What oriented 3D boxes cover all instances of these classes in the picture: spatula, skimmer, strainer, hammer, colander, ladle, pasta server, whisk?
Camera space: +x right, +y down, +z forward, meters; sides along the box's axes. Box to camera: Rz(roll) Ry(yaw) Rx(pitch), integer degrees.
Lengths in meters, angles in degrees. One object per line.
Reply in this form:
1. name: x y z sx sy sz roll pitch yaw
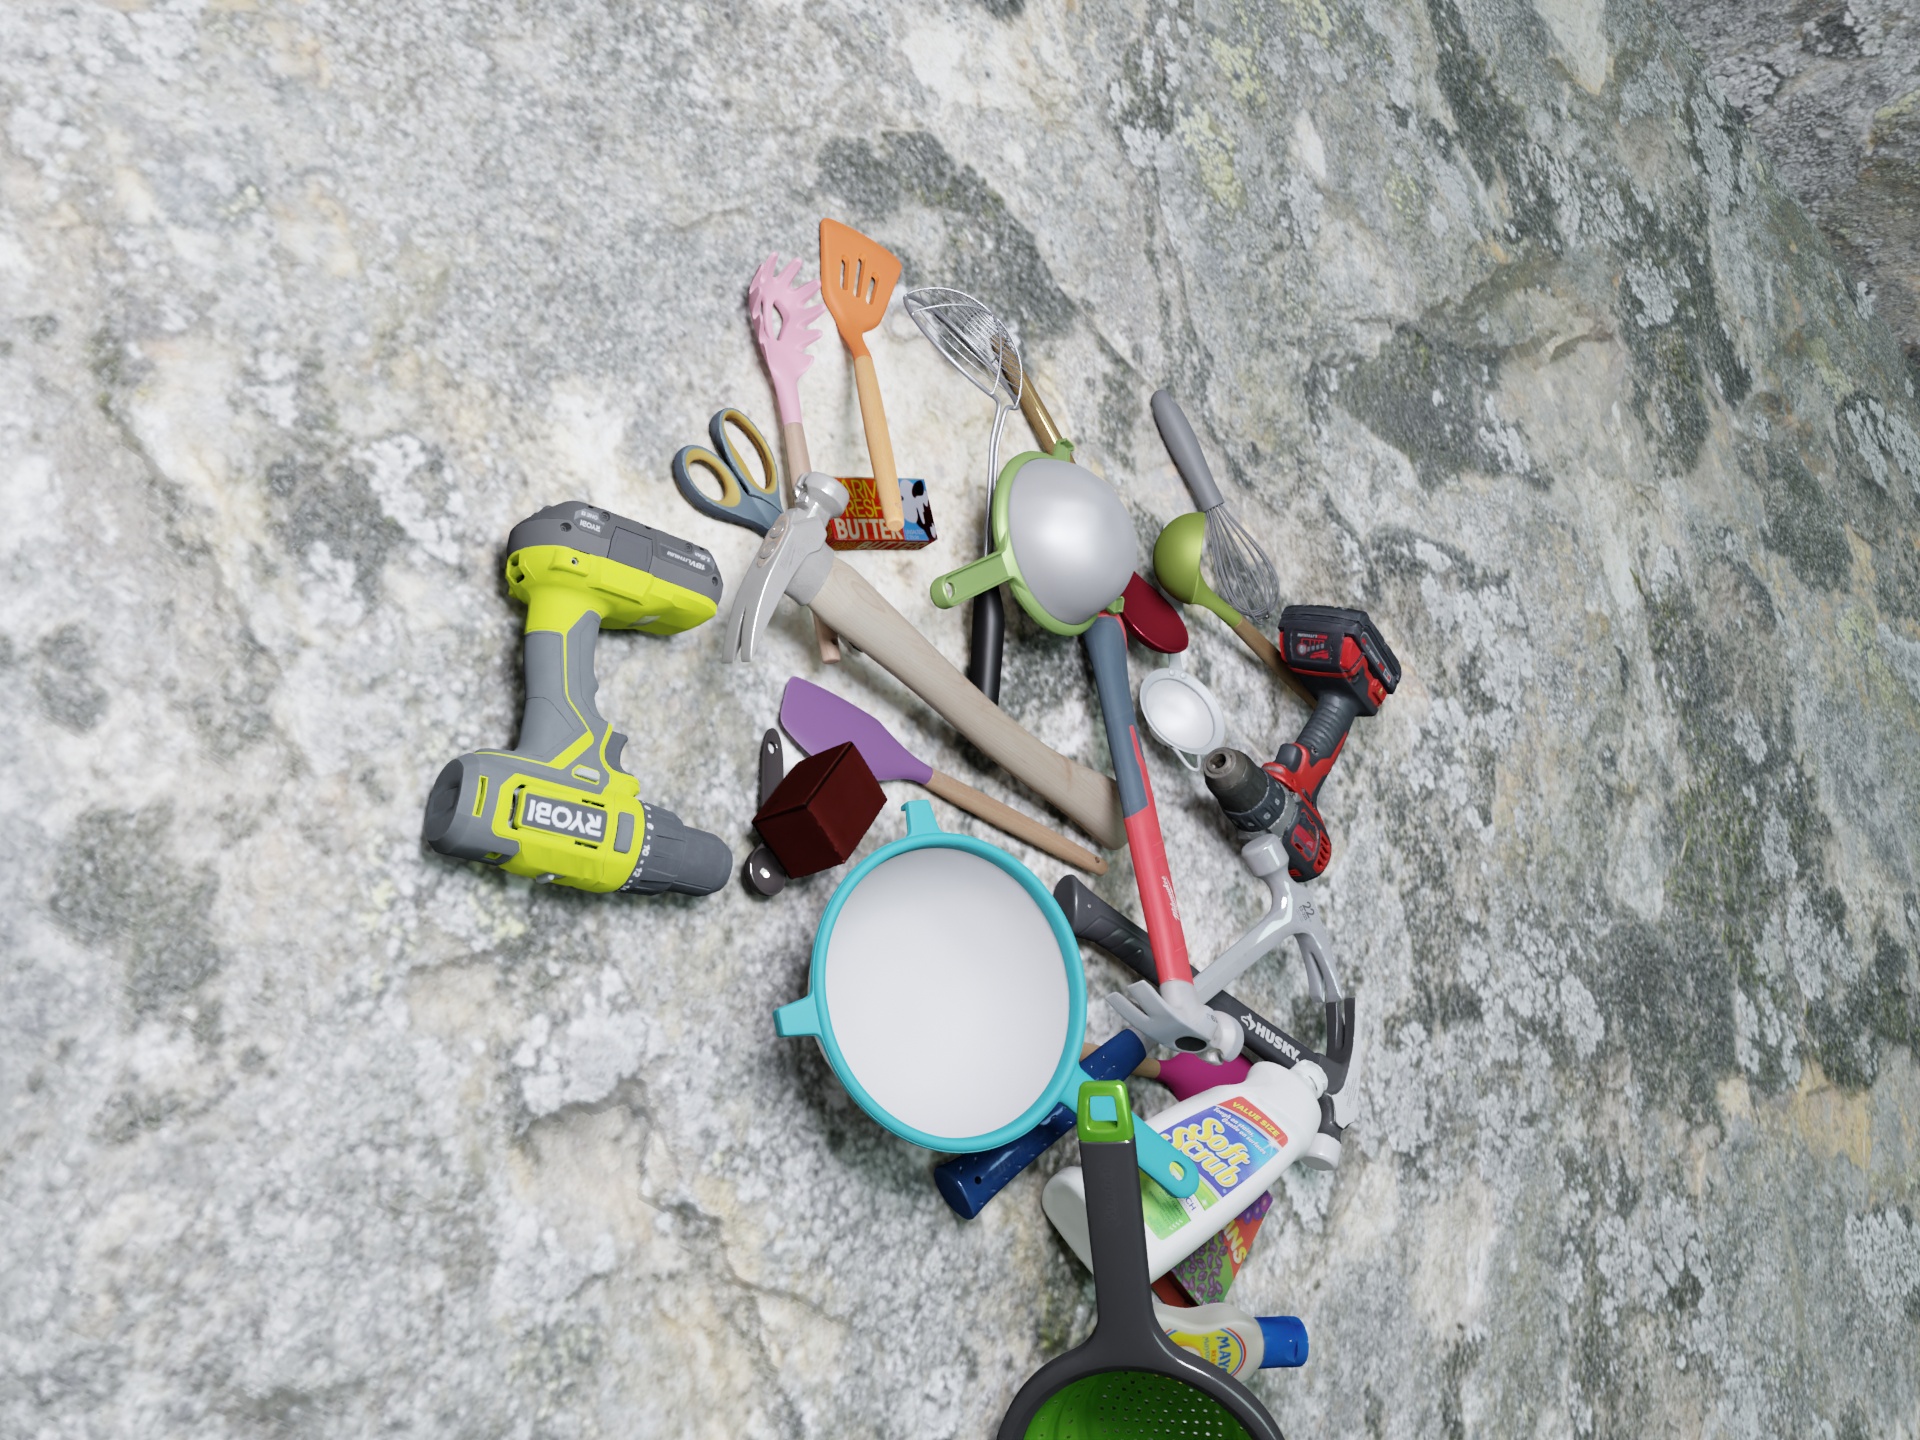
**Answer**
1. spatula: -0.006 0.054 1.200 0.315 0.018 0.060 29 52 -30
2. skimmer: -0.001 -0.169 1.269 0.127 0.090 0.363 14 77 -59
3. spatula: -0.066 -0.262 1.200 0.081 0.041 0.323 22 40 -34
4. strainer: 0.067 -0.130 1.207 0.256 0.069 0.151 -30 104 -54
5. hammer: 0.129 0.065 1.217 0.143 0.038 0.387 34 37 -44
6. colander: 0.122 0.423 1.077 0.094 0.204 0.397 -28 113 -73
7. hammer: -0.002 -0.004 1.173 0.410 0.038 0.146 39 64 -36
8. hammer: 0.144 0.244 1.207 0.405 0.035 0.144 -32 95 -32
9. strainer: 0.187 -0.063 1.392 0.086 0.050 0.259 15 60 -24
10. strainer: 0.022 0.229 1.101 0.340 0.095 0.211 42 56 -15
11. hammer: 0.205 0.224 1.296 0.334 0.035 0.146 37 55 -20
12. ladle: 0.271 -0.079 1.430 0.319 0.062 0.078 37 52 -39
13. pasta server: -0.114 -0.194 1.163 0.060 0.040 0.316 4 69 -41
14. whisk: 0.232 -0.198 1.473 0.055 0.055 0.239 -23 87 -43
15. ladle: 0.104 -0.192 1.358 0.069 0.031 0.315 -26 87 -51

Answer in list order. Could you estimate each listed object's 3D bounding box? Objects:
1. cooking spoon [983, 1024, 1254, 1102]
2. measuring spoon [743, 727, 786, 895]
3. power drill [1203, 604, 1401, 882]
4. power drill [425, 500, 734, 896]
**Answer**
1. cooking spoon: 0.134 0.270 1.248 0.318 0.017 0.069 20 63 -36
2. measuring spoon: -0.135 0.063 1.093 0.034 0.018 0.124 29 51 -45
3. power drill: 0.292 0.009 1.386 0.187 0.080 0.227 42 66 -44
4. power drill: -0.219 -0.004 1.000 0.190 0.080 0.229 19 67 -35
